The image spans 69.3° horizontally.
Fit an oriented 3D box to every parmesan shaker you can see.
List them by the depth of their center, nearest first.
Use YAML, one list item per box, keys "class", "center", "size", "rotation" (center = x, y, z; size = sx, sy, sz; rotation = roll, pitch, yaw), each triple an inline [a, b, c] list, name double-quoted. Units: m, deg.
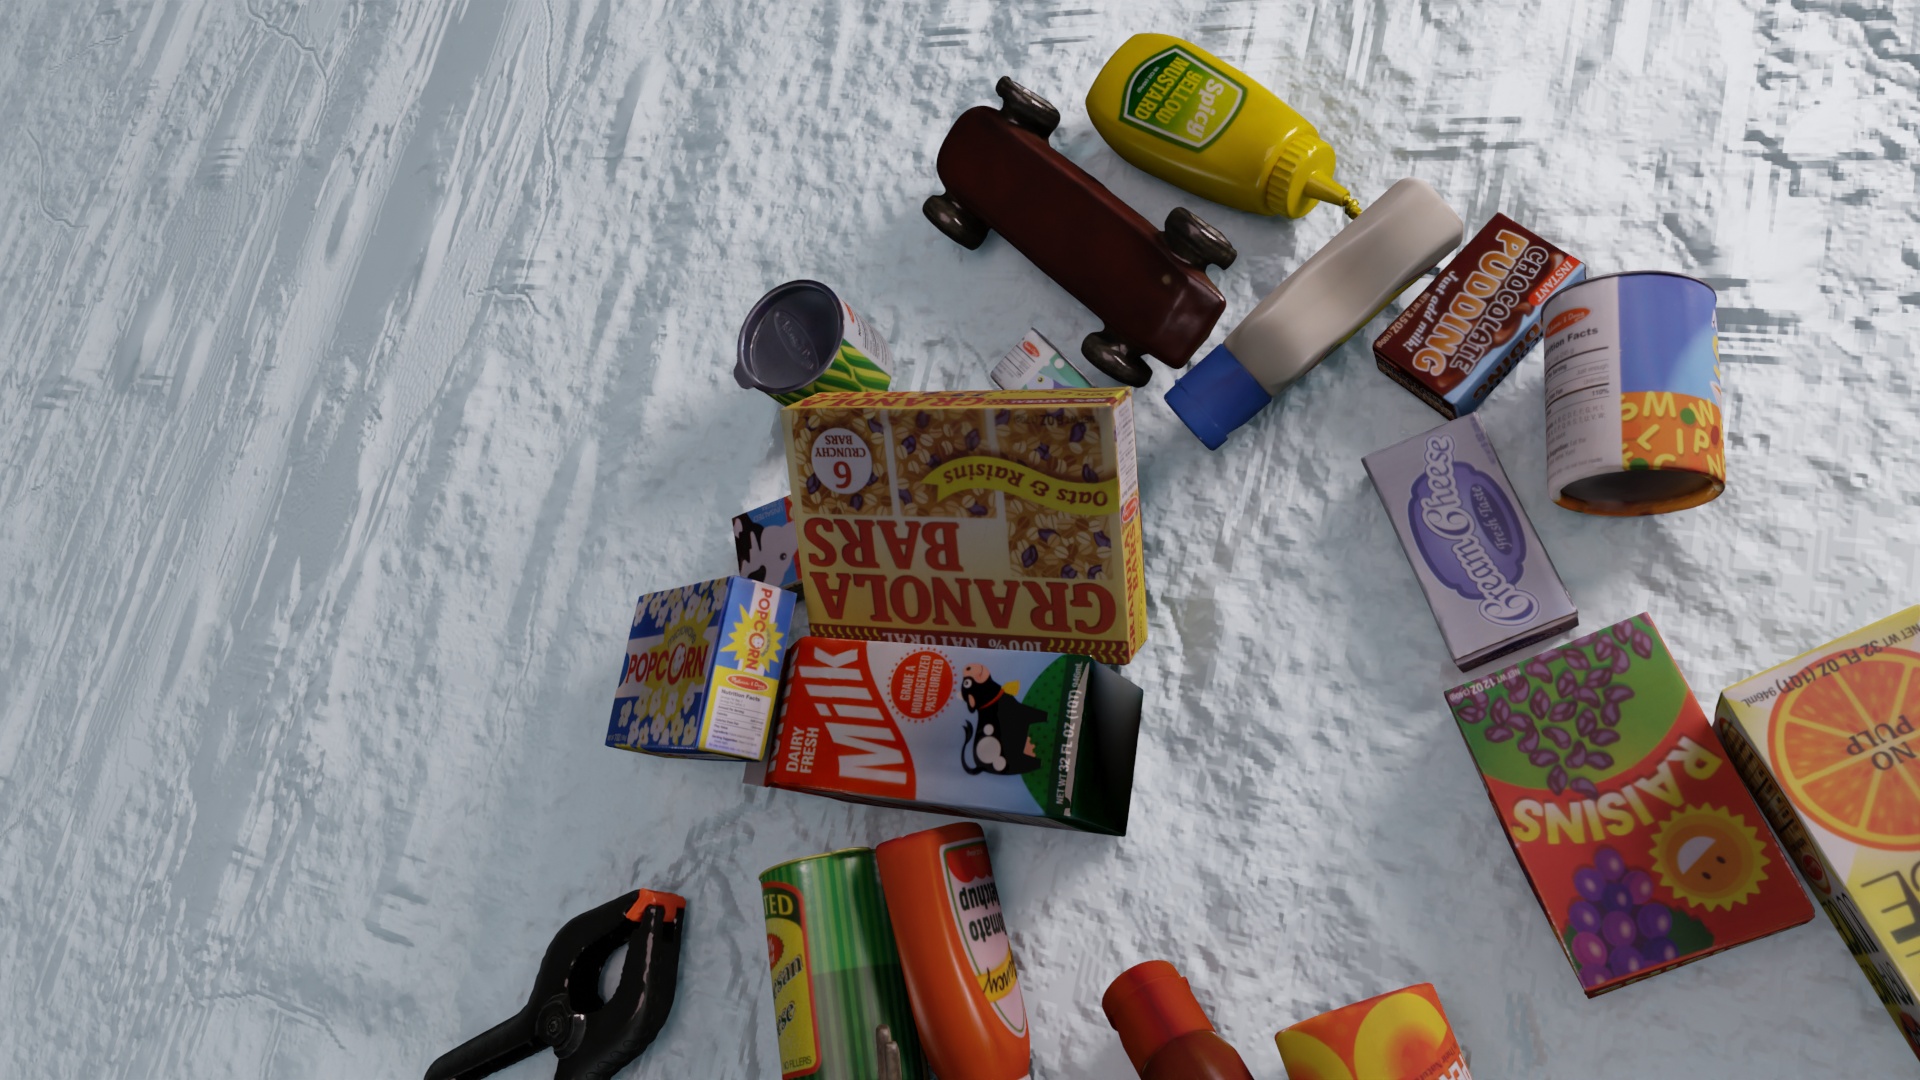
- class: "parmesan shaker"
  center: [-0.053, 0.199, 0.634]
  size: [0.071, 0.071, 0.103]
  rotation: [-19, 65, 19]

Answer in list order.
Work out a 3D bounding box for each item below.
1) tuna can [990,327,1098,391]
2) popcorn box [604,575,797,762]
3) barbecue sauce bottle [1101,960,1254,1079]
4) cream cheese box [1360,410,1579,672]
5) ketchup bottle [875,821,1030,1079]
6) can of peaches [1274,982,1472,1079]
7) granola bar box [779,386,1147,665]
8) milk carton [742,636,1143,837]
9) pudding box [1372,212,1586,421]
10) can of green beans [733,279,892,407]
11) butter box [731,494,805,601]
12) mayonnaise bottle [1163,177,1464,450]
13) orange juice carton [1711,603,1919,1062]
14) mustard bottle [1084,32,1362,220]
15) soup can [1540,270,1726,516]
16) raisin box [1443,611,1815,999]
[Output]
- class: "tuna can"
  center: [0.050, -0.069, 0.683]
  size: [0.033, 0.071, 0.071]
  rotation: [-46, 60, 7]
- class: "popcorn box"
  center: [-0.134, 0.067, 0.706]
  size: [0.126, 0.038, 0.085]
  rotation: [-12, 65, 56]
- class: "barbecue sauce bottle"
  center: [0.104, 0.233, 0.542]
  size: [0.044, 0.064, 0.149]
  rotation: [-27, 42, -5]
- class: "cream cheese box"
  center: [0.219, -0.001, 0.599]
  size: [0.053, 0.024, 0.104]
  rotation: [-25, 64, 17]
- class: "ketchup bottle"
  center: [0.003, 0.202, 0.614]
  size: [0.043, 0.065, 0.149]
  rotation: [-21, 74, 22]
- class: "can of peaches"
  center: [0.162, 0.206, 0.529]
  size: [0.071, 0.071, 0.058]
  rotation: [-26, 63, 16]
- class: "granola bar box"
  center: [0.002, -0.008, 0.660]
  size: [0.165, 0.039, 0.123]
  rotation: [2, 108, 23]
- class: "milk carton"
  center: [-0.018, 0.090, 0.655]
  size: [0.190, 0.073, 0.072]
  rotation: [1, 73, 26]
- class: "pudding box"
  center: [0.233, -0.099, 0.623]
  size: [0.083, 0.030, 0.050]
  rotation: [-47, 61, 5]
- class: "can of green beans"
  center: [-0.078, -0.100, 0.758]
  size: [0.071, 0.057, 0.071]
  rotation: [-8, 70, 23]
- class: "butter box"
  center: [-0.070, -0.003, 0.740]
  size: [0.103, 0.024, 0.053]
  rotation: [-21, 65, 19]
- class: "mayonnaise bottle"
  center: [0.161, -0.103, 0.643]
  size: [0.148, 0.065, 0.041]
  rotation: [-42, 88, 12]
- class: "orange juice carton"
  center: [0.342, 0.127, 0.468]
  size: [0.071, 0.073, 0.193]
  rotation: [-29, 63, 15]
- class: "mustard bottle"
  center: [0.137, -0.200, 0.694]
  size: [0.160, 0.049, 0.065]
  rotation: [38, 93, 31]
- class: "soup can"
  center: [0.277, -0.058, 0.569]
  size: [0.071, 0.071, 0.084]
  rotation: [-2, 73, 25]
- class: "raisin box"
  center: [0.255, 0.102, 0.539]
  size: [0.086, 0.040, 0.124]
  rotation: [-26, 62, 15]
